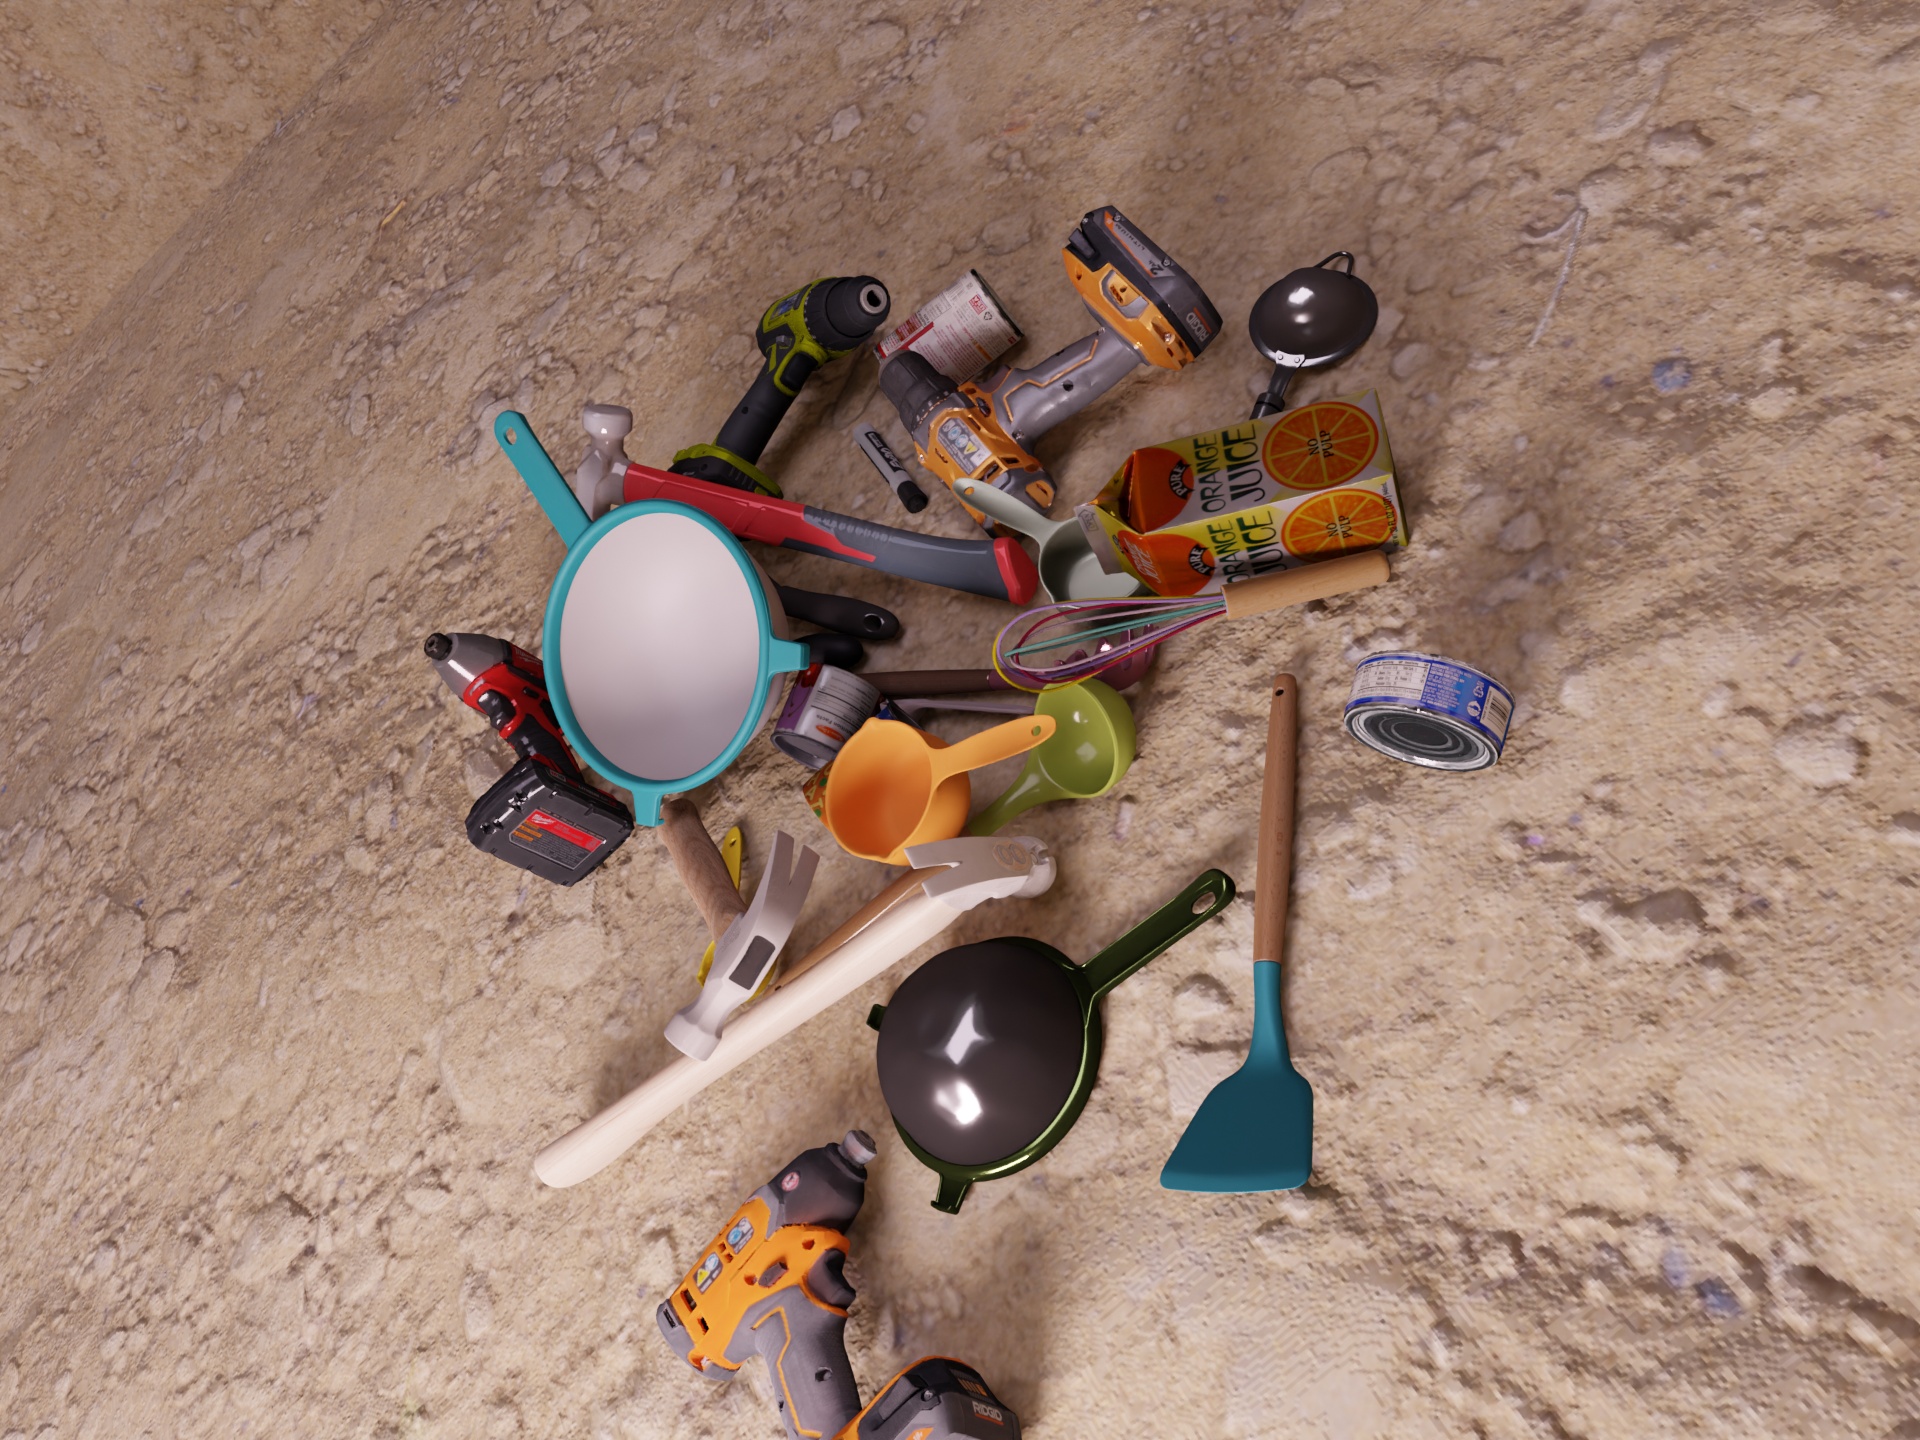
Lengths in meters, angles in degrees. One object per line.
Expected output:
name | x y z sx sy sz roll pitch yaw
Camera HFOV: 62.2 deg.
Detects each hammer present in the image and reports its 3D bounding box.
hammer | -0.125 -0.130 1.189 0.386 0.038 0.143 17 115 22
hammer | -0.165 0.105 1.052 0.130 0.031 0.331 -55 21 0
hammer | -0.129 0.191 0.995 0.410 0.146 0.038 -37 71 22

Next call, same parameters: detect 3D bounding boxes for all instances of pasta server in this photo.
pasta server | 0.001 -0.035 1.103 0.316 0.060 0.040 -1 107 39

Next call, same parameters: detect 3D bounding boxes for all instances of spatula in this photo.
spatula | 0.168 0.107 0.880 0.082 0.044 0.318 -12 55 34

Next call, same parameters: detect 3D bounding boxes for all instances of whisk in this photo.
whisk | 0.139 -0.063 0.965 0.245 0.051 0.047 -13 75 1
whisk | -0.195 -0.047 1.252 0.285 0.070 0.070 -2 62 30
whisk | -0.136 -0.097 1.244 0.239 0.055 0.055 17 74 38

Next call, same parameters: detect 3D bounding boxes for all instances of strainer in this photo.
strainer | 0.043 0.157 0.924 0.256 0.069 0.152 -38 46 14
strainer | -0.235 -0.102 1.190 0.211 0.095 0.341 -45 69 24
strainer | 0.210 -0.218 1.062 0.087 0.050 0.258 17 77 28

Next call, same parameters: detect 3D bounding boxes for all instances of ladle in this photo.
ladle | -0.016 0.087 1.026 0.320 0.062 0.078 -40 67 14

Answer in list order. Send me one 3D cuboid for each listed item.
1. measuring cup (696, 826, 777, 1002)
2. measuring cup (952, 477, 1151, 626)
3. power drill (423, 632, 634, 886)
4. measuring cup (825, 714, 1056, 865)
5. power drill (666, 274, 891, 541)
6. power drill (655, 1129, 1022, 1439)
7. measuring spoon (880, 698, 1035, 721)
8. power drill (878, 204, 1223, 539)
measuring cup | -0.154 0.136 1.127 0.062 0.029 0.157 -36 34 22
measuring cup | 0.060 -0.120 1.085 0.168 0.038 0.083 34 77 30
power drill | -0.350 0.017 1.265 0.078 0.143 0.220 -42 48 11
measuring cup | -0.002 0.034 0.980 0.173 0.052 0.095 -22 64 30
power drill | -0.148 -0.264 1.306 0.228 0.080 0.191 -62 25 -11
power drill | -0.066 0.343 0.883 0.164 0.084 0.227 -51 41 -1
measuring spoon | -0.002 -0.004 1.097 0.124 0.034 0.018 3 100 33
power drill | 0.054 -0.265 1.163 0.226 0.084 0.186 -44 59 10
